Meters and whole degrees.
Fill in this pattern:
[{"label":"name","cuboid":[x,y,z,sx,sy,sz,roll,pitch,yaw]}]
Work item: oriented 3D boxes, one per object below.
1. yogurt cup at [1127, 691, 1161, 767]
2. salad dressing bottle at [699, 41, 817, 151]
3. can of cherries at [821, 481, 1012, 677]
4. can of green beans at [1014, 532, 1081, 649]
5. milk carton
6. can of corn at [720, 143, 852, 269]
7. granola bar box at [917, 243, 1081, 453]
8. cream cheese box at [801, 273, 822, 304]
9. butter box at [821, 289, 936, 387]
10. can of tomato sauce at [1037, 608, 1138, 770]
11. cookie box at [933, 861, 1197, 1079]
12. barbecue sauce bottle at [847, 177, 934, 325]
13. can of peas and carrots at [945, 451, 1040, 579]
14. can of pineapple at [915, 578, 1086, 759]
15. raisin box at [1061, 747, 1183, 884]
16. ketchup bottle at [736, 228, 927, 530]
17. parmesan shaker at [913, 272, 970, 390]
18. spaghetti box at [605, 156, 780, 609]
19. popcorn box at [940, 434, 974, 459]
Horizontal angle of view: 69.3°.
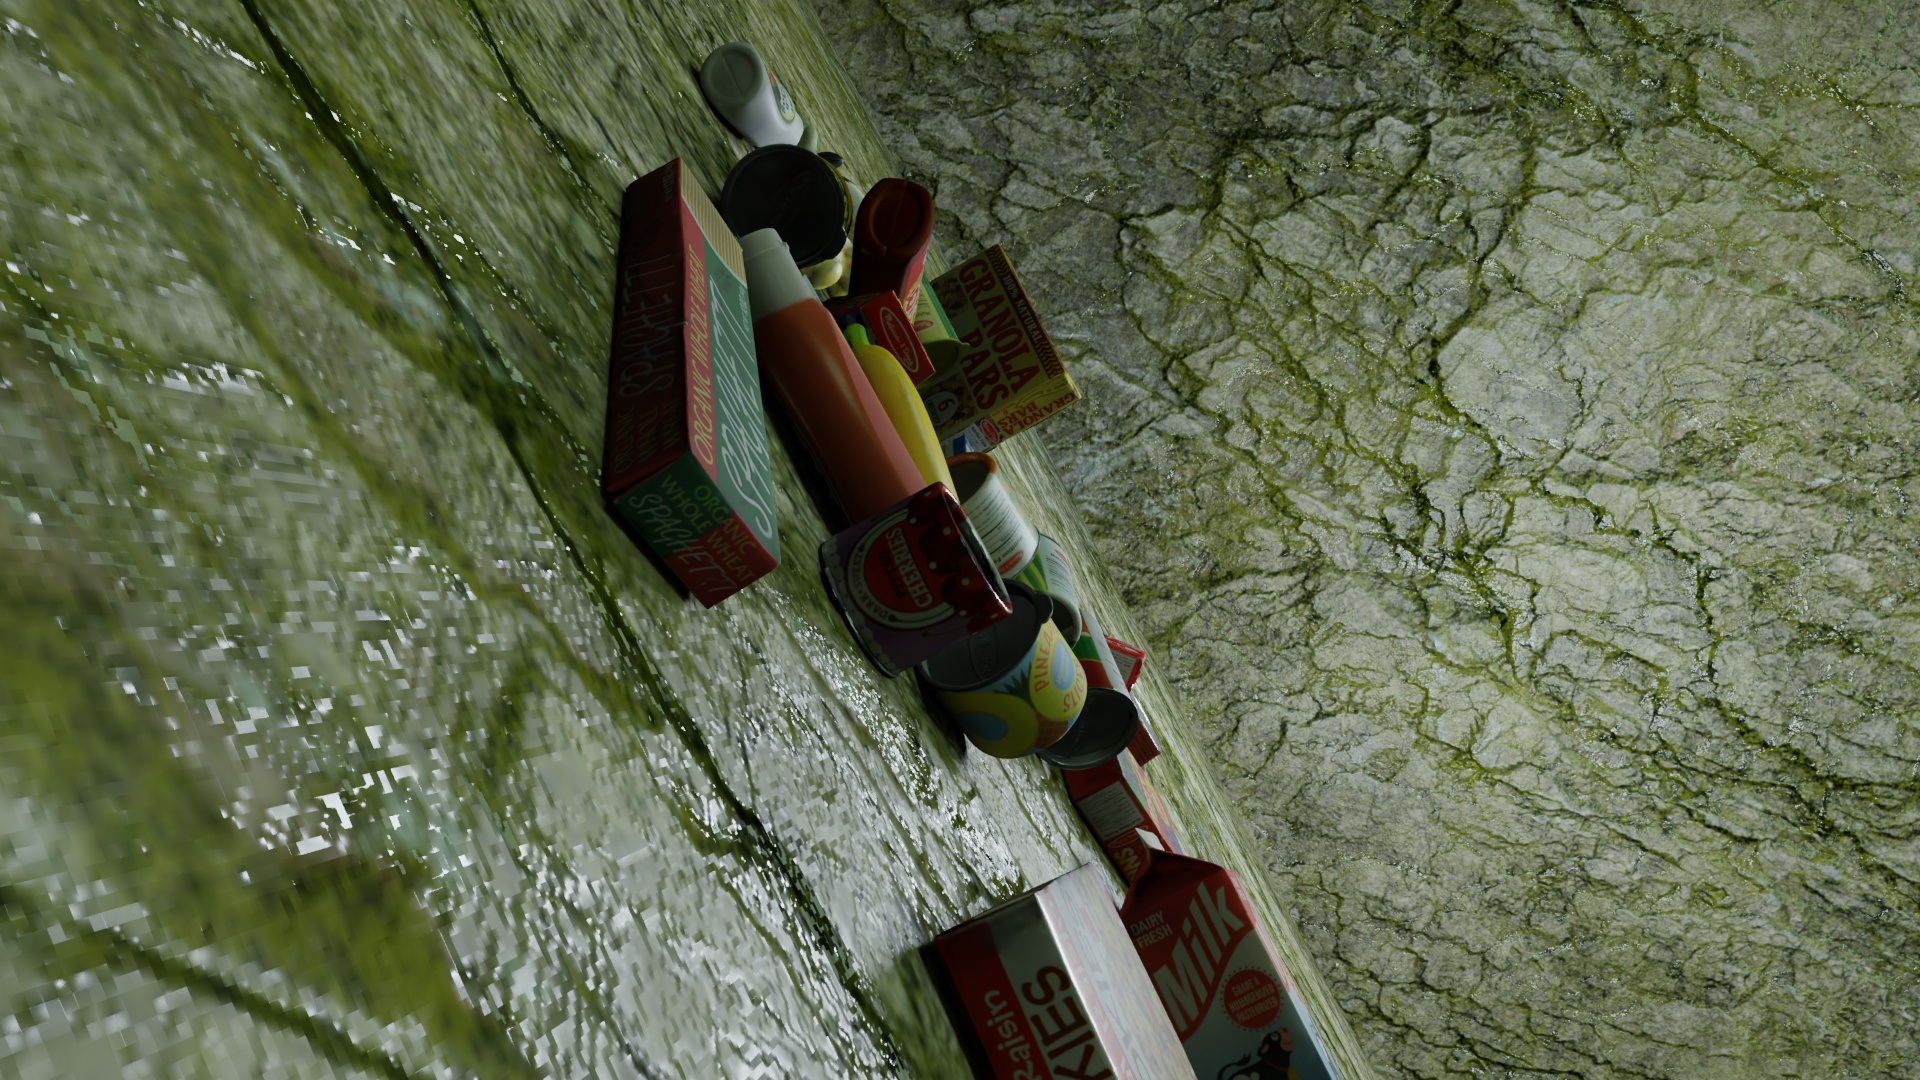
[{"label":"yogurt cup","cuboid":[0.113,0.144,1.027,0.072,0.054,0.072,60,8,-14]},{"label":"salad dressing bottle","cuboid":[-0.138,-0.302,0.983,0.064,0.044,0.147,64,7,6]},{"label":"can of cherries","cuboid":[-0.018,0.016,0.589,0.071,0.058,0.071,61,7,-12]},{"label":"can of green beans","cuboid":[0.037,0.037,0.839,0.071,0.071,0.058,57,15,-36]},{"label":"milk carton","cuboid":[0.151,0.256,0.807,0.191,0.073,0.072,65,8,22]},{"label":"can of corn","cuboid":[-0.092,-0.181,0.765,0.071,0.071,0.058,61,7,-10]},{"label":"granola bar box","cuboid":[0.007,-0.142,1.076,0.039,0.124,0.166,52,12,-48]},{"label":"cream cheese box","cuboid":[-0.082,-0.103,0.723,0.053,0.024,0.104,61,8,-19]},{"label":"butter box","cuboid":[-0.054,-0.112,0.787,0.053,0.024,0.103,63,-18,-19]},{"label":"can of tomato sauce","cuboid":[0.066,0.091,0.868,0.071,0.071,0.083,57,9,-36]},{"label":"cookie box","cuboid":[0.048,0.186,0.504,0.123,0.040,0.167,64,7,14]},{"label":"barbecue sauce bottle","cuboid":[-0.047,-0.149,0.844,0.147,0.044,0.065,107,-3,-62]},{"label":"can of peas and carrots","cuboid":[0.003,-0.010,0.807,0.058,0.071,0.071,57,9,-30]},{"label":"can of pineapple","cuboid":[0.021,0.060,0.655,0.057,0.071,0.071,56,9,-39]},{"label":"raisin box","cuboid":[0.108,0.178,0.935,0.123,0.040,0.086,56,9,-31]},{"label":"ketchup bottle","cuboid":[-0.065,-0.071,0.643,0.148,0.043,0.065,61,0,-2]},{"label":"parmesan shaker","cuboid":[-0.046,-0.169,1.020,0.103,0.071,0.071,64,8,21]},{"label":"spaghetti box","cuboid":[-0.096,-0.069,0.490,0.050,0.028,0.251,56,9,-34]},{"label":"popcorn box","cuboid":[0.009,-0.017,0.967,0.085,0.038,0.127,60,8,-16]}]
